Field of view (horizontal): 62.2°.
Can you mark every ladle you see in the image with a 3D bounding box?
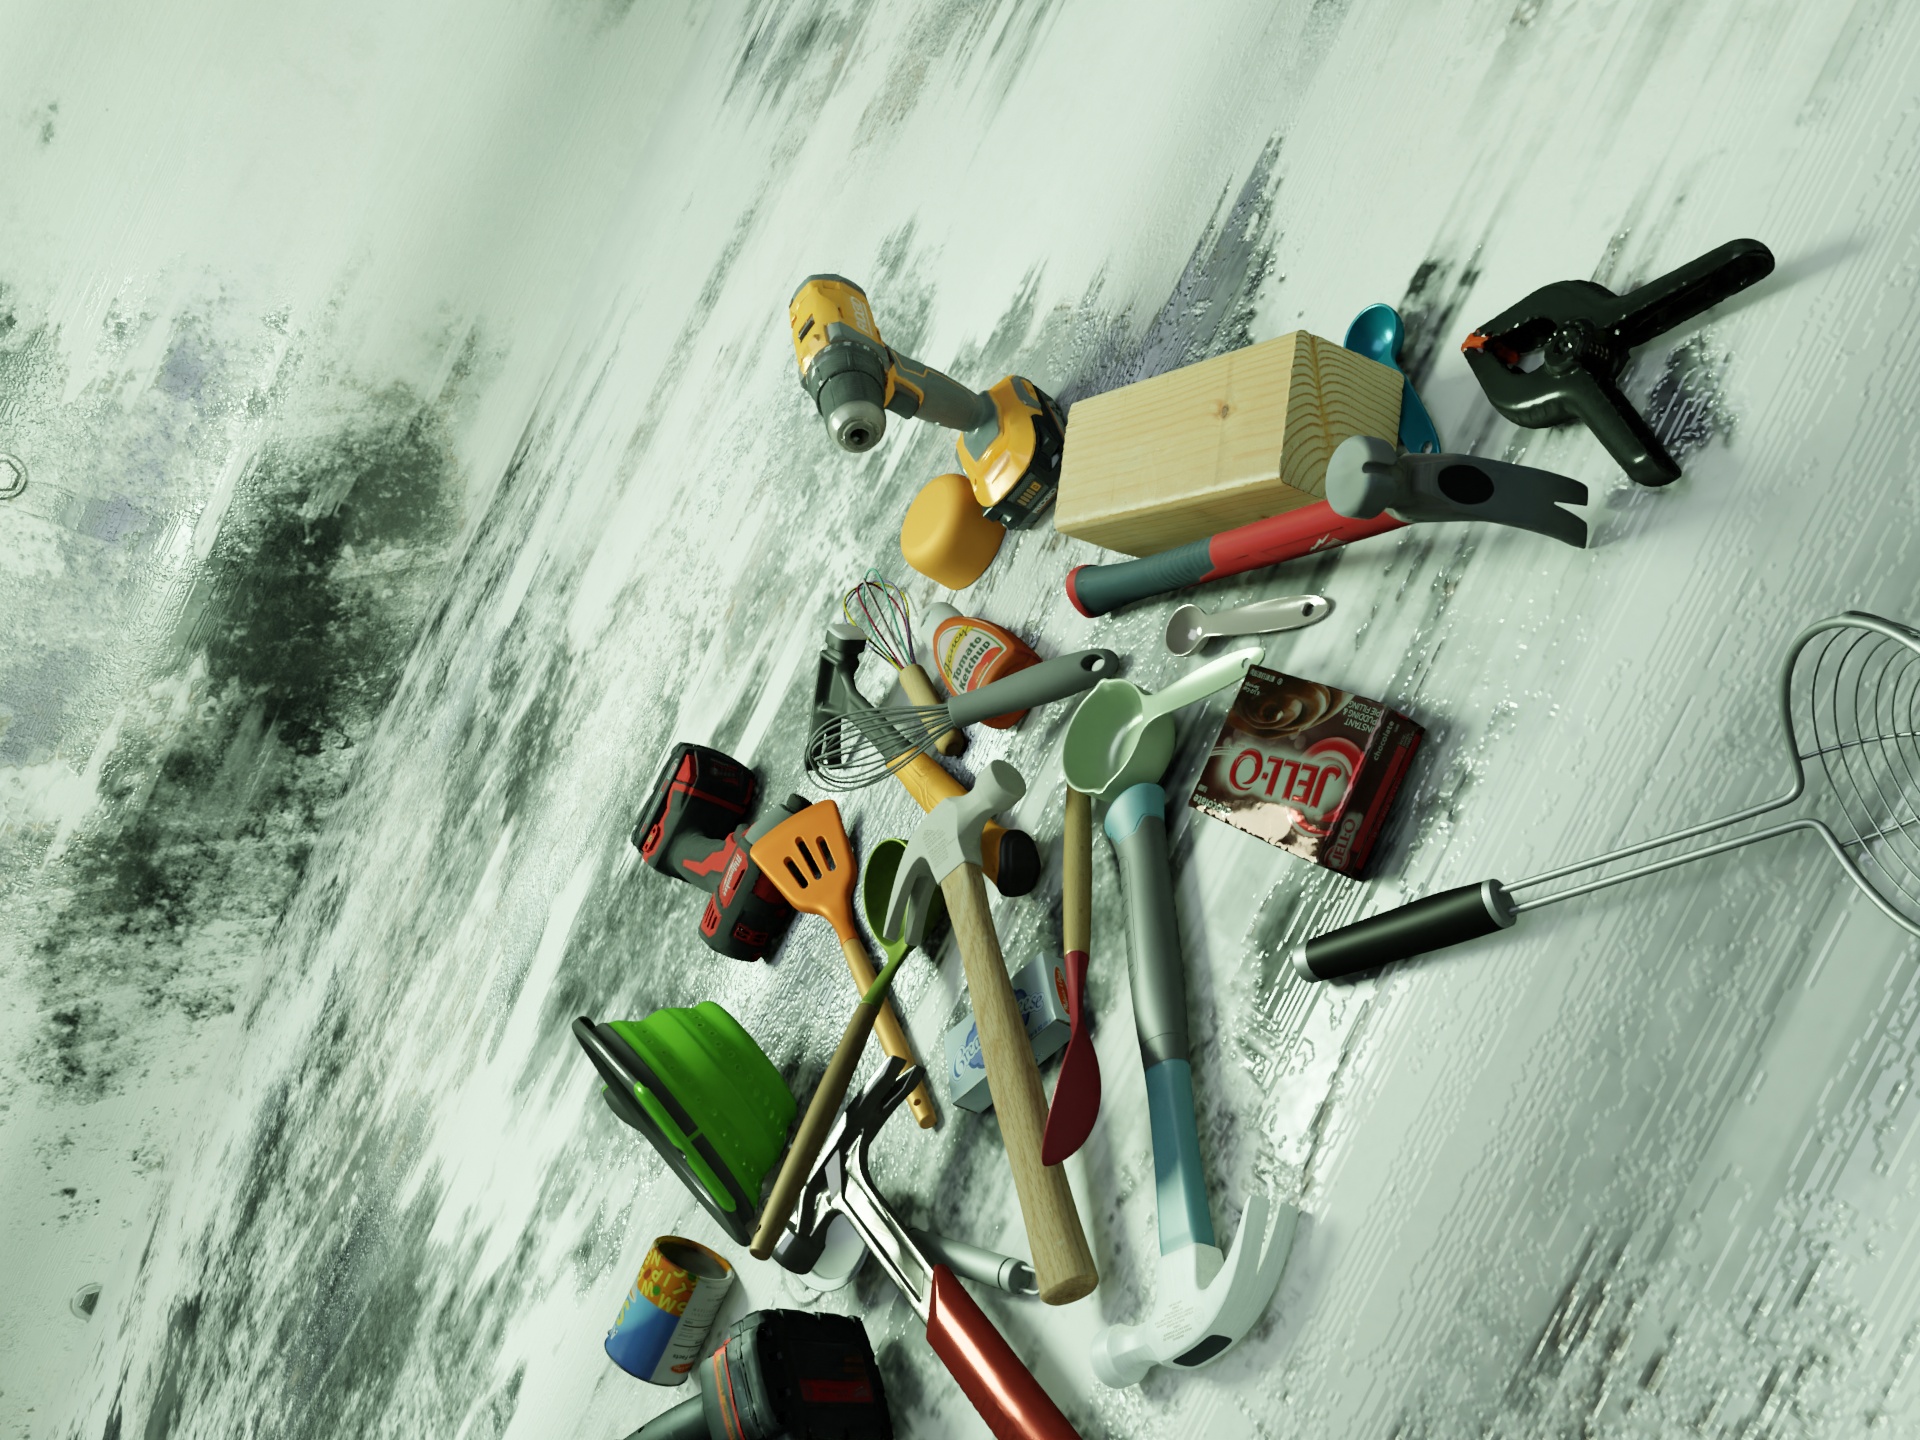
[{"bbox_3d":[0.068,0.122,0.944,0.316,0.031,0.069,-84,-4,-48],"label":"ladle"},{"bbox_3d":[-0.079,0.202,1.032,0.078,0.062,0.320,-47,12,43],"label":"ladle"}]

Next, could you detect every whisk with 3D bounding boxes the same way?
[{"bbox_3d":[-0.002,-0.003,1.095,0.239,0.055,0.055,-19,48,18],"label":"whisk"},{"bbox_3d":[-0.042,-0.050,1.270,0.051,0.047,0.245,-64,32,26],"label":"whisk"}]

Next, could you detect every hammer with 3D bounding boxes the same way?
[{"bbox_3d":[-0.035,0.044,1.174,0.337,0.034,0.127,42,126,54],"label":"hammer"},{"bbox_3d":[0.022,0.186,0.955,0.130,0.031,0.332,-44,42,30],"label":"hammer"},{"bbox_3d":[0.011,0.336,0.872,0.149,0.036,0.359,-57,37,2],"label":"hammer"},{"bbox_3d":[0.111,0.179,0.873,0.128,0.033,0.331,-39,39,38],"label":"hammer"},{"bbox_3d":[0.178,-0.097,0.925,0.386,0.143,0.038,171,103,-68],"label":"hammer"}]

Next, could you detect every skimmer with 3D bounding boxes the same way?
[{"bbox_3d":[0.261,0.066,0.665,0.363,0.090,0.127,-30,76,47],"label":"skimmer"}]

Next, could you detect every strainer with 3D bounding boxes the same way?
[{"bbox_3d":[-0.036,0.325,0.990,0.258,0.050,0.087,-5,71,50],"label":"strainer"}]

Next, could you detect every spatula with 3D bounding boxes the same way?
[{"bbox_3d":[-0.077,0.174,1.158,0.081,0.041,0.323,-32,37,-1],"label":"spatula"}]

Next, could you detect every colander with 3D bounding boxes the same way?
[{"bbox_3d":[-0.213,0.285,1.237,0.094,0.204,0.397,-38,5,-21],"label":"colander"}]

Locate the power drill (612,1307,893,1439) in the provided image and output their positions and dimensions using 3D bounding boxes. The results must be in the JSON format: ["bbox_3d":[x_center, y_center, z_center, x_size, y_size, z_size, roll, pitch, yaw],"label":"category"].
[{"bbox_3d":[-0.153,0.450,0.985,0.226,0.187,0.080,-33,55,18],"label":"power drill"}]

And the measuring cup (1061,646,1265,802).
[{"bbox_3d":[0.131,-0.002,0.969,0.167,0.038,0.083,-30,45,42],"label":"measuring cup"}]

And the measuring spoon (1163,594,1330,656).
[{"bbox_3d":[0.175,-0.059,0.967,0.124,0.018,0.034,-8,69,48],"label":"measuring spoon"}]

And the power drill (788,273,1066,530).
[{"bbox_3d":[-0.021,-0.224,1.173,0.084,0.226,0.186,-48,35,27],"label":"power drill"}]

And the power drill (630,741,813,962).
[{"bbox_3d":[-0.198,0.102,1.368,0.220,0.078,0.143,32,97,57],"label":"power drill"}]

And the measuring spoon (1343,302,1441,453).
[{"bbox_3d":[0.260,-0.192,0.930,0.042,0.021,0.129,-47,44,39],"label":"measuring spoon"}]

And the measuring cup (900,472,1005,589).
[{"bbox_3d":[-0.008,-0.191,1.300,0.095,0.052,0.174,-32,46,43],"label":"measuring cup"}]
